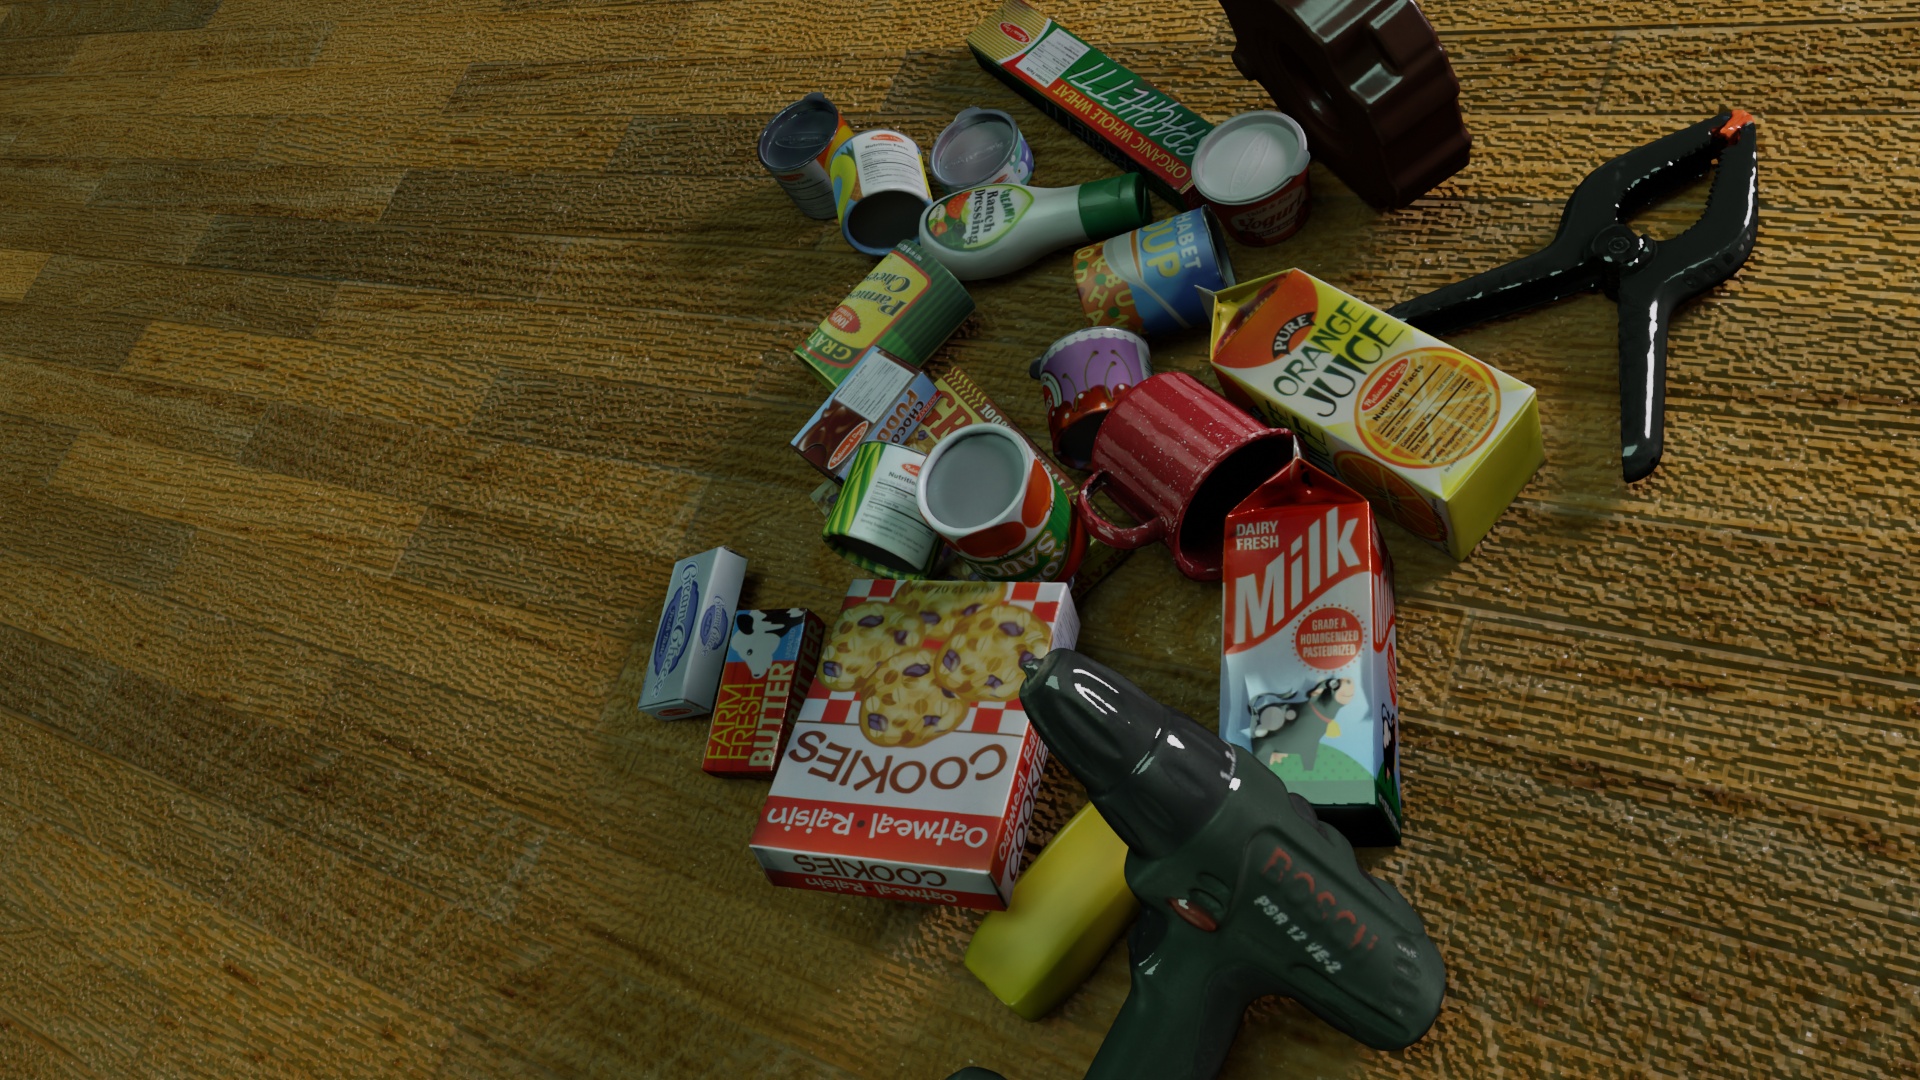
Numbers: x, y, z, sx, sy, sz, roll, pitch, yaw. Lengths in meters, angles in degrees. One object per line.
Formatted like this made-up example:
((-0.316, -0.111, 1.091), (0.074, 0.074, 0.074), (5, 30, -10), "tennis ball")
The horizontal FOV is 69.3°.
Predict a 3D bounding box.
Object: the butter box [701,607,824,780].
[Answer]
((-0.117, 0.092, 0.830), (0.053, 0.024, 0.104), (-4, 62, 25), "butter box")

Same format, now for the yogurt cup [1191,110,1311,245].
((0.178, -0.214, 0.832), (0.072, 0.053, 0.073), (-12, 59, 21), "yogurt cup")

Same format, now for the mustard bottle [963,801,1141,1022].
((0.070, 0.159, 0.679), (0.049, 0.065, 0.160), (35, 77, 31), "mustard bottle")

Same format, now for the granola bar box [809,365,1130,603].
((0.003, -0.010, 0.817), (0.124, 0.039, 0.166), (-42, 53, 1), "granola bar box")

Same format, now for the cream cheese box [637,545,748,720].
((-0.166, 0.058, 0.863), (0.053, 0.024, 0.104), (-16, 55, 44), "cream cheese box")

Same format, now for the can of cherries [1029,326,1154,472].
((0.079, -0.080, 0.800), (0.071, 0.071, 0.058), (-18, 59, 17), "can of cherries")

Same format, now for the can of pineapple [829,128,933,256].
((-0.054, -0.237, 0.955), (0.071, 0.071, 0.058), (-22, 56, 15), "can of pineapple")

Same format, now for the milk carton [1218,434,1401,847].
((0.172, 0.047, 0.681), (0.073, 0.072, 0.191), (-6, 61, 24), "milk carton")

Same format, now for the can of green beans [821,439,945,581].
((-0.037, -0.015, 0.773), (0.071, 0.071, 0.058), (12, 71, 31), "can of green beans")

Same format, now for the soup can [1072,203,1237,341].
((0.115, -0.156, 0.821), (0.083, 0.071, 0.071), (-16, 58, 19), "soup can")

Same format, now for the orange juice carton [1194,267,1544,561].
((0.202, -0.077, 0.734), (0.073, 0.071, 0.193), (-48, 54, -5), "orange juice carton")

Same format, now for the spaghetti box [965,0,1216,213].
((0.092, -0.297, 0.936), (0.050, 0.028, 0.251), (-42, 53, 0), "spaghetti box")

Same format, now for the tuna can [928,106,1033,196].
((0.014, -0.261, 0.952), (0.071, 0.032, 0.071), (-12, 59, 21), "tuna can")

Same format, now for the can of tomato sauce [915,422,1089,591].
((0.023, -0.012, 0.730), (0.071, 0.083, 0.071), (-12, 59, 21), "can of tomato sauce")

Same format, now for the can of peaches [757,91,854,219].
((-0.103, -0.277, 1.004), (0.071, 0.058, 0.071), (-12, 58, 21), "can of peaches")

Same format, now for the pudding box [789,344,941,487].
((-0.058, -0.073, 0.838), (0.050, 0.030, 0.084), (33, 81, 38), "pudding box")

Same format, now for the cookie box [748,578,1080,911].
((-0.018, 0.096, 0.694), (0.123, 0.040, 0.168), (1, 49, 21), "cookie box")

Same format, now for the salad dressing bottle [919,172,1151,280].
((0.048, -0.206, 0.899), (0.147, 0.044, 0.064), (-6, 60, 23), "salad dressing bottle")

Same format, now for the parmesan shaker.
((-0.050, -0.136, 0.896), (0.103, 0.071, 0.071), (-47, 54, -4), "parmesan shaker")
